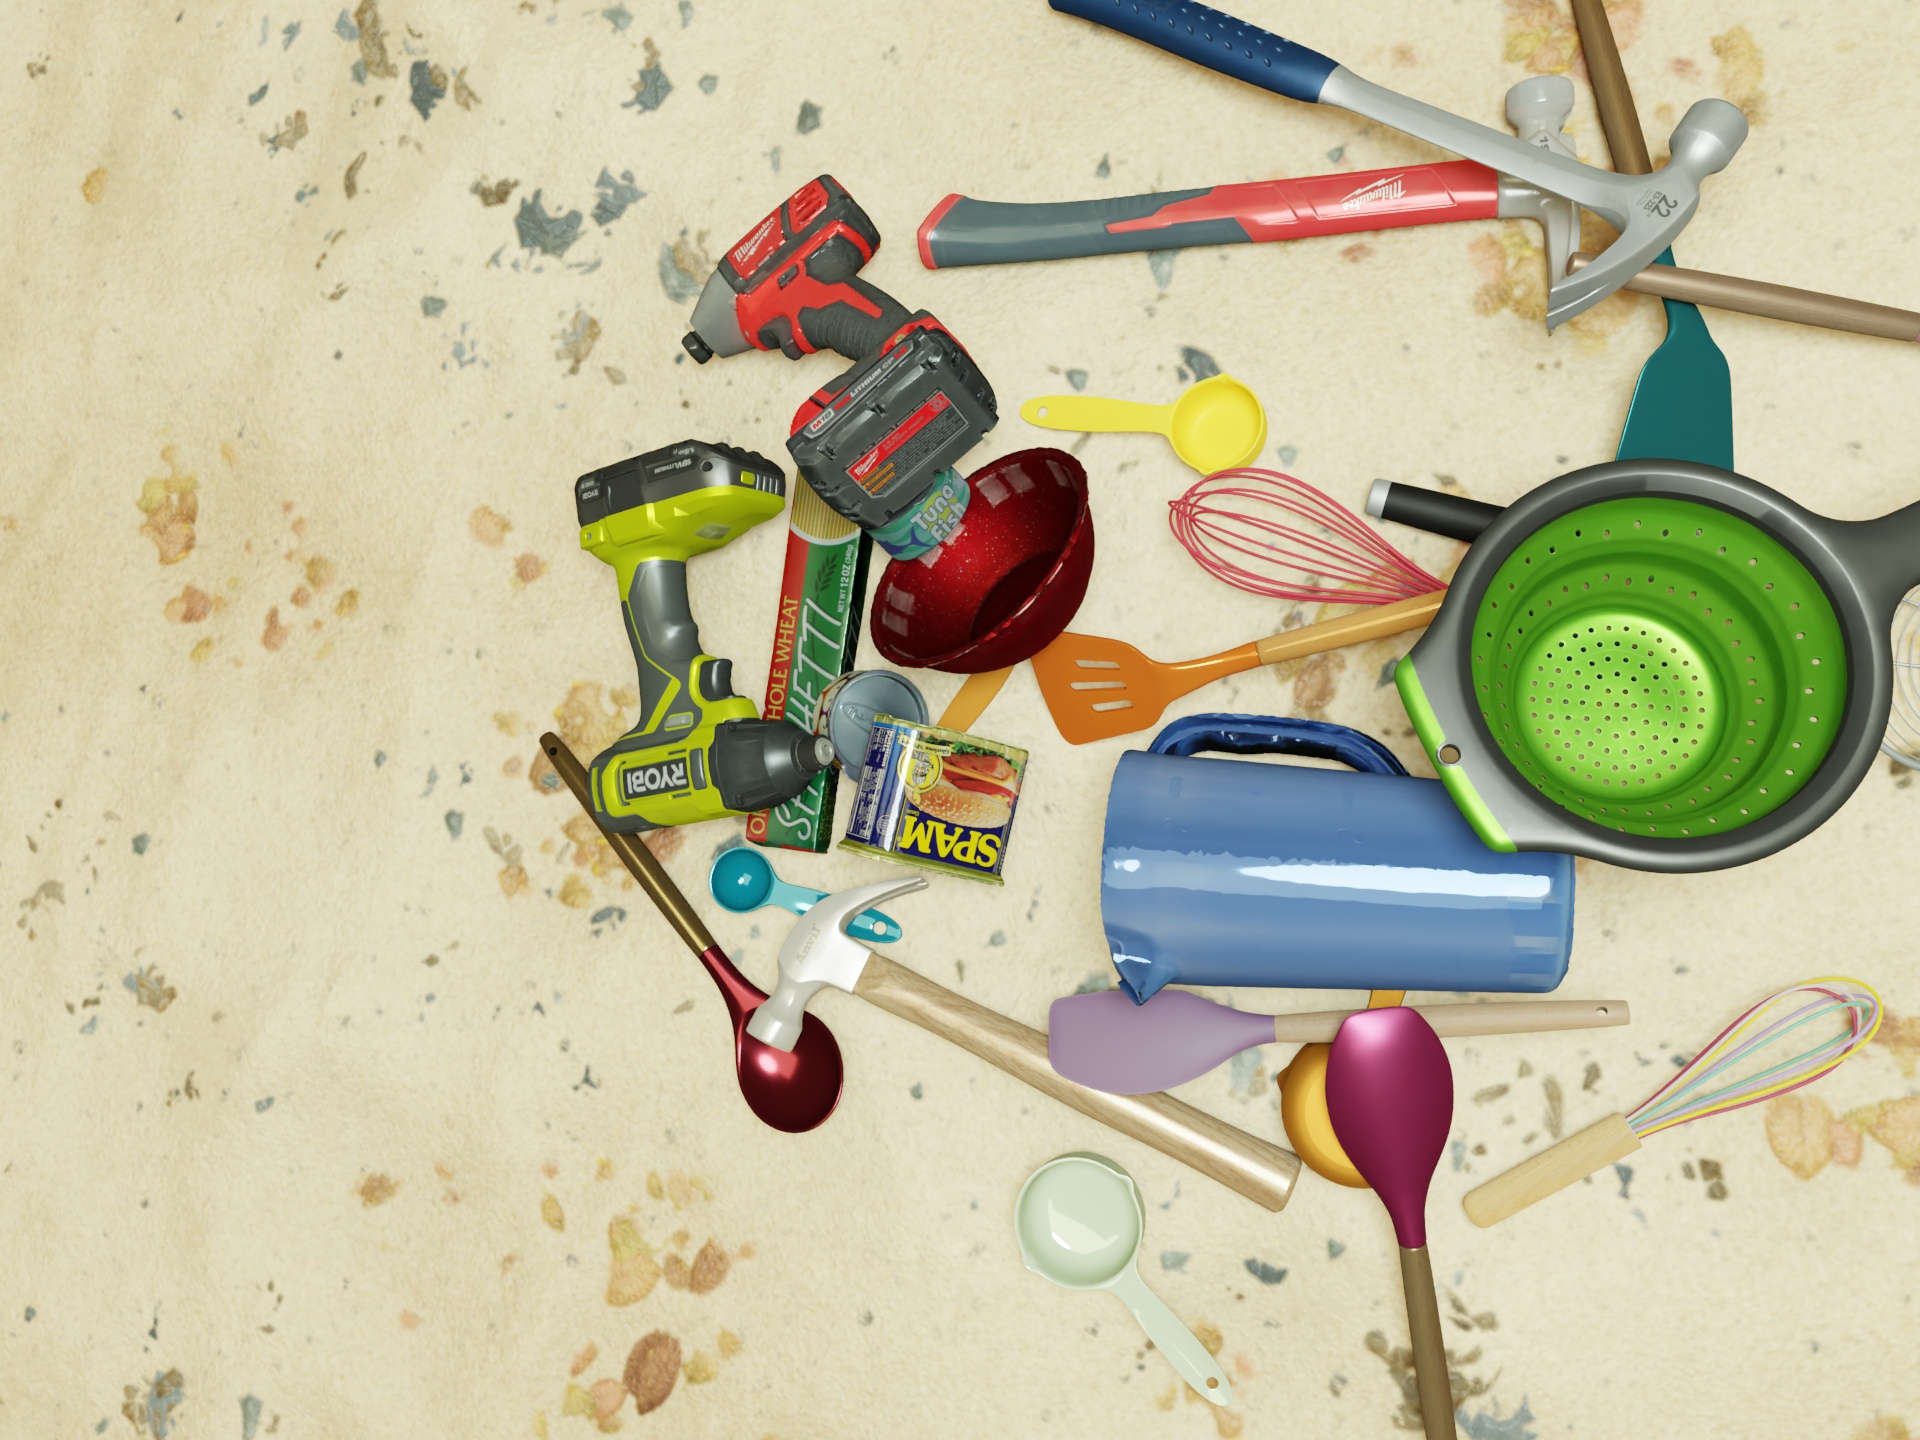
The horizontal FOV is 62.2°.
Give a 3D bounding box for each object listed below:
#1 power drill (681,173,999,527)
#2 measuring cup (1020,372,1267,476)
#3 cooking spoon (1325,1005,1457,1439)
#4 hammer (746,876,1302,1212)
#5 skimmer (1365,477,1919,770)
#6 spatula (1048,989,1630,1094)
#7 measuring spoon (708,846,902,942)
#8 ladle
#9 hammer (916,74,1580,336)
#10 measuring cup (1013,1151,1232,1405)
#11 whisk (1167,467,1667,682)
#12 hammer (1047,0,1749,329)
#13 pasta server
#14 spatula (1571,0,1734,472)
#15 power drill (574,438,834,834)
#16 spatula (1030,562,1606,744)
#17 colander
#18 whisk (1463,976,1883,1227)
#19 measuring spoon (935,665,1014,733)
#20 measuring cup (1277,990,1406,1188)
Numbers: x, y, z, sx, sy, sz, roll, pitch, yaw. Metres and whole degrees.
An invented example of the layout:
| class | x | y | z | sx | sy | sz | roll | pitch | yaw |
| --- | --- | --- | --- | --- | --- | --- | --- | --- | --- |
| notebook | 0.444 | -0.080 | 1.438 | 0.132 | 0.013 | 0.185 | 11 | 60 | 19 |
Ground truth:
| class | x | y | z | sx | sy | sz | roll | pitch | yaw |
| --- | --- | --- | --- | --- | --- | --- | --- | --- | --- |
| power drill | -0.083 | -0.225 | 0.961 | 0.143 | 0.078 | 0.220 | -39 | 54 | 8 |
| measuring cup | 0.111 | -0.181 | 0.970 | 0.156 | 0.029 | 0.062 | 10 | 87 | 26 |
| cooking spoon | 0.251 | 0.309 | 0.868 | 0.069 | 0.017 | 0.319 | -10 | 98 | 4 |
| hammer | 0.044 | 0.198 | 0.947 | 0.331 | 0.031 | 0.130 | 24 | 80 | 11 |
| skimmer | 0.396 | -0.073 | 0.852 | 0.363 | 0.090 | 0.127 | 18 | 107 | 15 |
| spatula | 0.200 | 0.172 | 0.879 | 0.316 | 0.018 | 0.060 | -7 | 69 | 18 |
| measuring spoon | -0.097 | 0.115 | 1.006 | 0.128 | 0.021 | 0.042 | 19 | 84 | 5 |
| ladle | -0.178 | 0.128 | 1.018 | 0.069 | 0.031 | 0.315 | -40 | 77 | 1 |
| hammer | 0.164 | -0.288 | 0.952 | 0.386 | 0.038 | 0.143 | -2 | 88 | 14 |
| measuring cup | 0.101 | 0.326 | 0.931 | 0.083 | 0.038 | 0.168 | -43 | 80 | 8 |
| whisk | 0.258 | -0.076 | 0.906 | 0.296 | 0.073 | 0.073 | 21 | 92 | 9 |
| hammer | 0.216 | -0.354 | 0.902 | 0.406 | 0.035 | 0.144 | 33 | 81 | 24 |
| pasta server | 0.482 | -0.217 | 0.841 | 0.316 | 0.040 | 0.060 | 11 | 75 | 3 |
| spatula | 0.378 | -0.283 | 0.898 | 0.082 | 0.044 | 0.318 | -5 | 77 | -16 |
| power drill | -0.159 | -0.050 | 0.980 | 0.171 | 0.080 | 0.223 | -11 | 83 | 31 |
| spatula | 0.192 | -0.048 | 0.896 | 0.322 | 0.041 | 0.081 | -14 | 113 | 19 |
| colander | 0.411 | -0.053 | 0.788 | 0.397 | 0.094 | 0.205 | -25 | 73 | 2 |
| whisk | 0.385 | 0.210 | 0.869 | 0.245 | 0.051 | 0.047 | -34 | 59 | 14 |
| measuring spoon | -0.002 | -0.003 | 0.988 | 0.021 | 0.011 | 0.117 | 39 | 96 | 13 |
| measuring cup | 0.236 | 0.179 | 0.897 | 0.095 | 0.052 | 0.173 | 15 | 91 | 14 |
